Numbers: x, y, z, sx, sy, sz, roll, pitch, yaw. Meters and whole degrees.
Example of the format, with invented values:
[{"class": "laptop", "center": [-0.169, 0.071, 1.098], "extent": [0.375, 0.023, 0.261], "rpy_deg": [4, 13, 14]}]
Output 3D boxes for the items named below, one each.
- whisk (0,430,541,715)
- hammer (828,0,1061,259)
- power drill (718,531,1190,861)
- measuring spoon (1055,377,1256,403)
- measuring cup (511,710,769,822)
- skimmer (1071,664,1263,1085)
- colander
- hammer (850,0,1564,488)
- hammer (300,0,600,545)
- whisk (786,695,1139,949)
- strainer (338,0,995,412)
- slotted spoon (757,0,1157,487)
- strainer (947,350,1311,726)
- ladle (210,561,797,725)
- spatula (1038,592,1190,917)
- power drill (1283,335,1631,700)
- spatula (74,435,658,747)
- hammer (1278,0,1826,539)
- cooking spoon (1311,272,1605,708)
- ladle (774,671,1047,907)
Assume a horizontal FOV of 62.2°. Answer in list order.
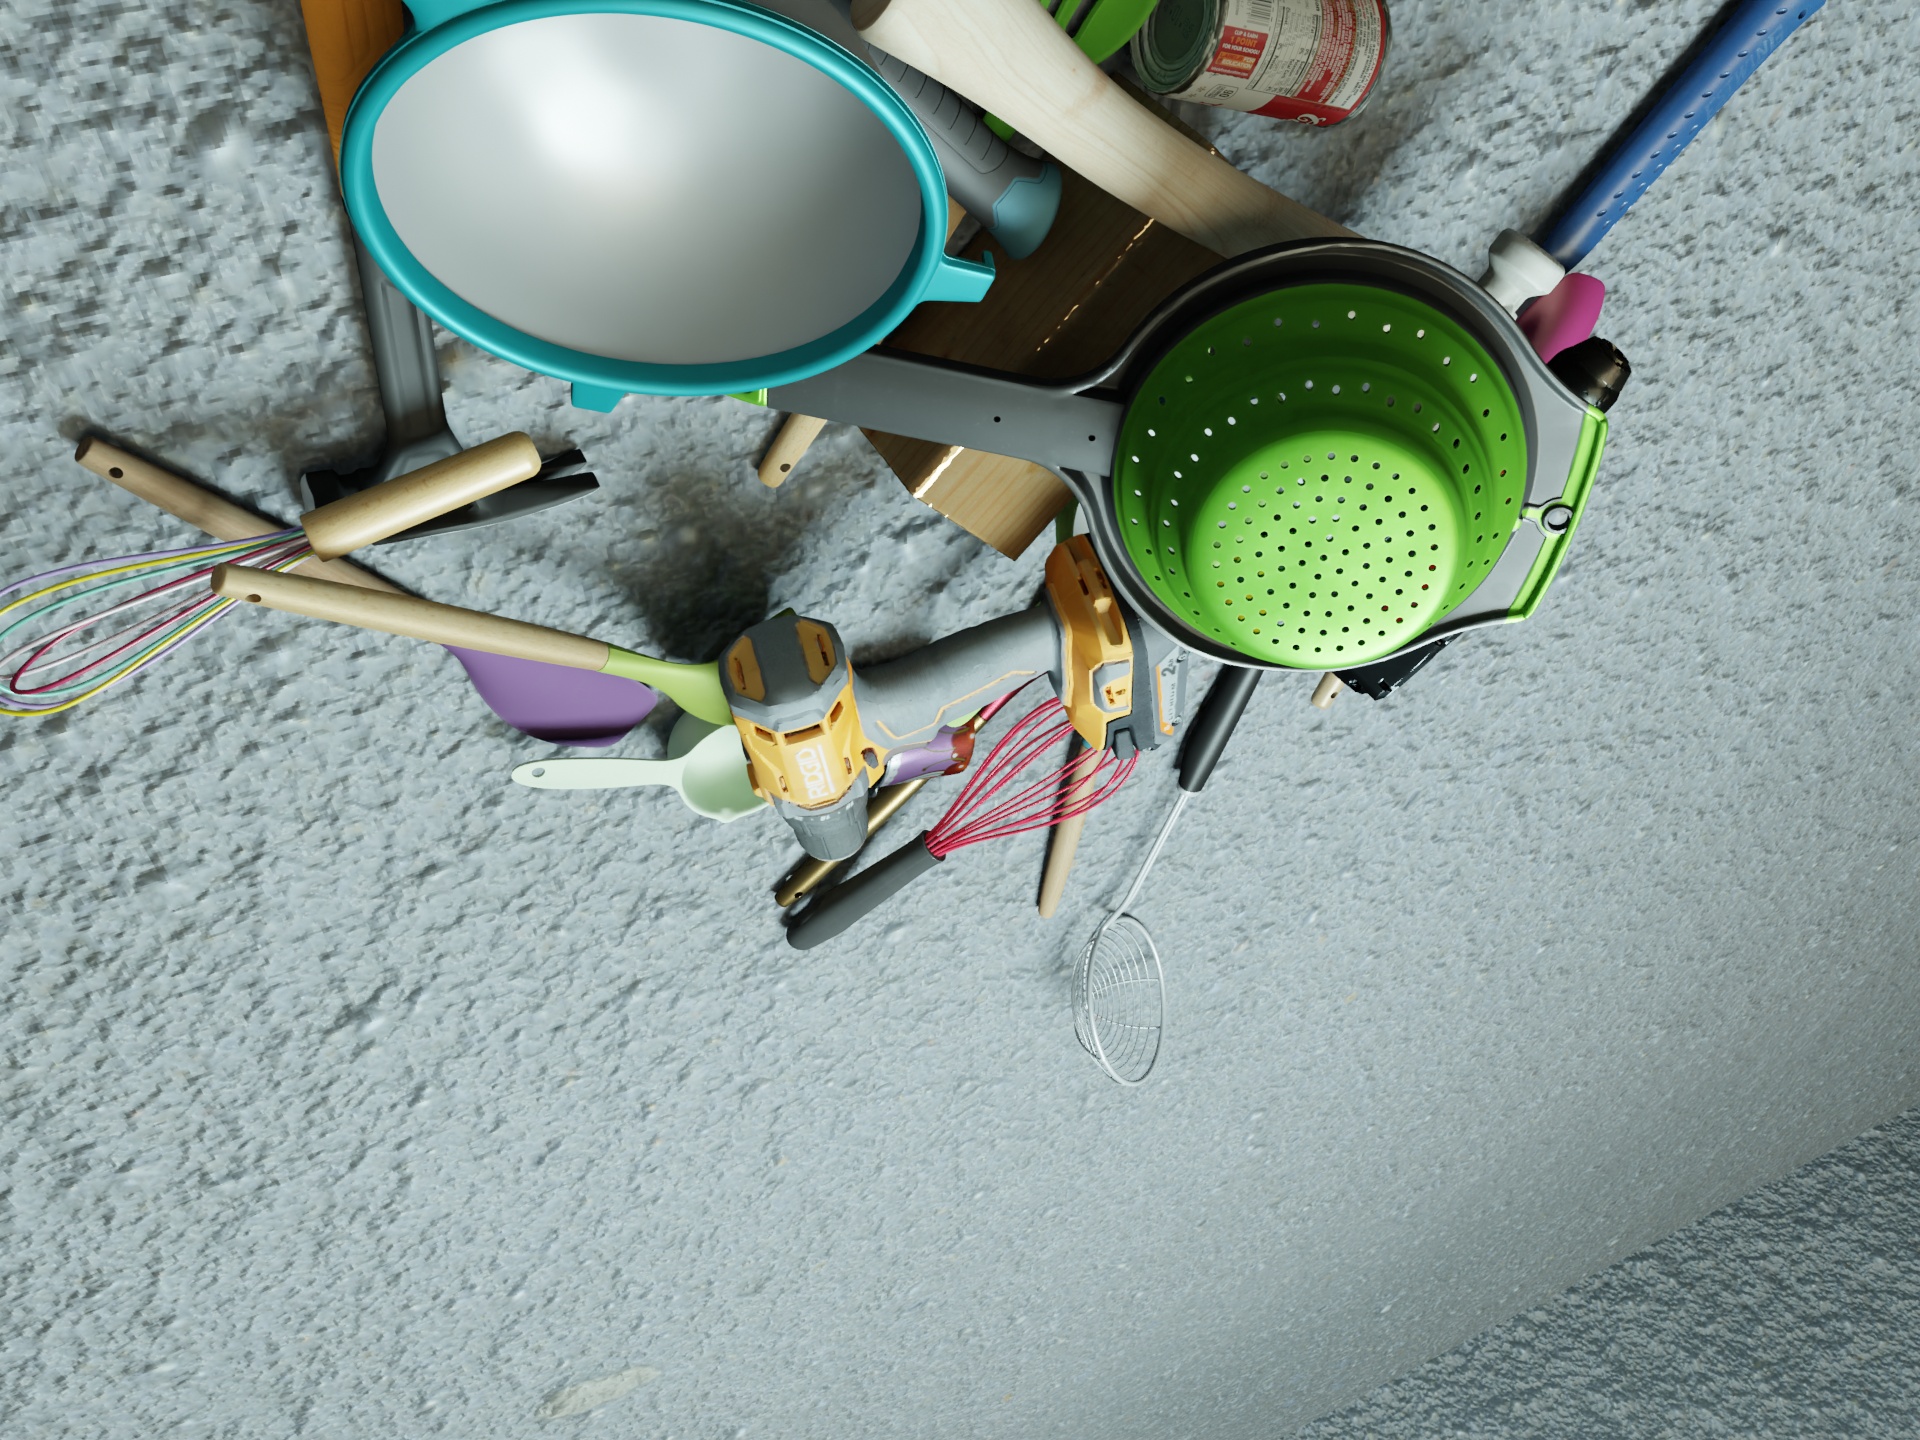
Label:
[{"class": "whisk", "center": [-0.292, -0.064, 0.667], "extent": [0.245, 0.047, 0.051], "rpy_deg": [-25, 137, -12]}, {"class": "hammer", "center": [-0.071, -0.290, 0.624], "extent": [0.128, 0.033, 0.330], "rpy_deg": [-46, 132, 16]}, {"class": "power drill", "center": [-0.001, -0.003, 0.829], "extent": [0.226, 0.084, 0.185], "rpy_deg": [-16, 148, -5]}, {"class": "measuring spoon", "center": [0.089, -0.153, 0.740], "extent": [0.128, 0.021, 0.042], "rpy_deg": [-12, 147, -7]}, {"class": "measuring cup", "center": [-0.168, 0.017, 0.882], "extent": [0.167, 0.038, 0.083], "rpy_deg": [-1, 130, -30]}, {"class": "skimmer", "center": [0.168, 0.110, 1.155], "extent": [0.127, 0.090, 0.363], "rpy_deg": [-35, 152, -55]}, {"class": "colander", "center": [0.070, -0.106, 0.671], "extent": [0.397, 0.095, 0.204], "rpy_deg": [12, 123, 2]}, {"class": "hammer", "center": [0.113, -0.215, 0.699], "extent": [0.410, 0.038, 0.146], "rpy_deg": [13, 123, -42]}, {"class": "hammer", "center": [-0.219, -0.217, 0.619], "extent": [0.127, 0.034, 0.336], "rpy_deg": [-14, 136, -21]}, {"class": "whisk", "center": [-0.002, 0.069, 0.999], "extent": [0.296, 0.073, 0.073], "rpy_deg": [-35, 142, 24]}, {"class": "strainer", "center": [-0.137, -0.238, 0.530], "extent": [0.211, 0.095, 0.340], "rpy_deg": [-11, 155, 21]}, {"class": "slotted spoon", "center": [-0.012, -0.236, 0.745], "extent": [0.070, 0.031, 0.313], "rpy_deg": [15, 122, -42]}, {"class": "strainer", "center": [0.067, -0.105, 0.890], "extent": [0.256, 0.069, 0.151], "rpy_deg": [-45, 141, 12]}, {"class": "ladle", "center": [-0.194, -0.045, 0.748], "extent": [0.078, 0.062, 0.320], "rpy_deg": [-33, 153, 31]}, {"class": "spatula", "center": [0.094, 0.035, 1.063], "extent": [0.044, 0.082, 0.317], "rpy_deg": [6, 136, -5]}, {"class": "power drill", "center": [0.277, -0.119, 0.870], "extent": [0.188, 0.080, 0.227], "rpy_deg": [-47, 176, 34]}, {"class": "spatula", "center": [-0.269, -0.052, 0.761], "extent": [0.060, 0.018, 0.315], "rpy_deg": [-42, 140, 12]}, {"class": "hammer", "center": [0.341, -0.264, 0.943], "extent": [0.144, 0.035, 0.405], "rpy_deg": [20, 117, -44]}, {"class": "cooking spoon", "center": [0.306, -0.135, 1.005], "extent": [0.068, 0.017, 0.318], "rpy_deg": [3, 127, -35]}, {"class": "ladle", "center": [-0.005, 0.014, 0.995], "extent": [0.315, 0.031, 0.069], "rpy_deg": [-43, 137, 13]}]
